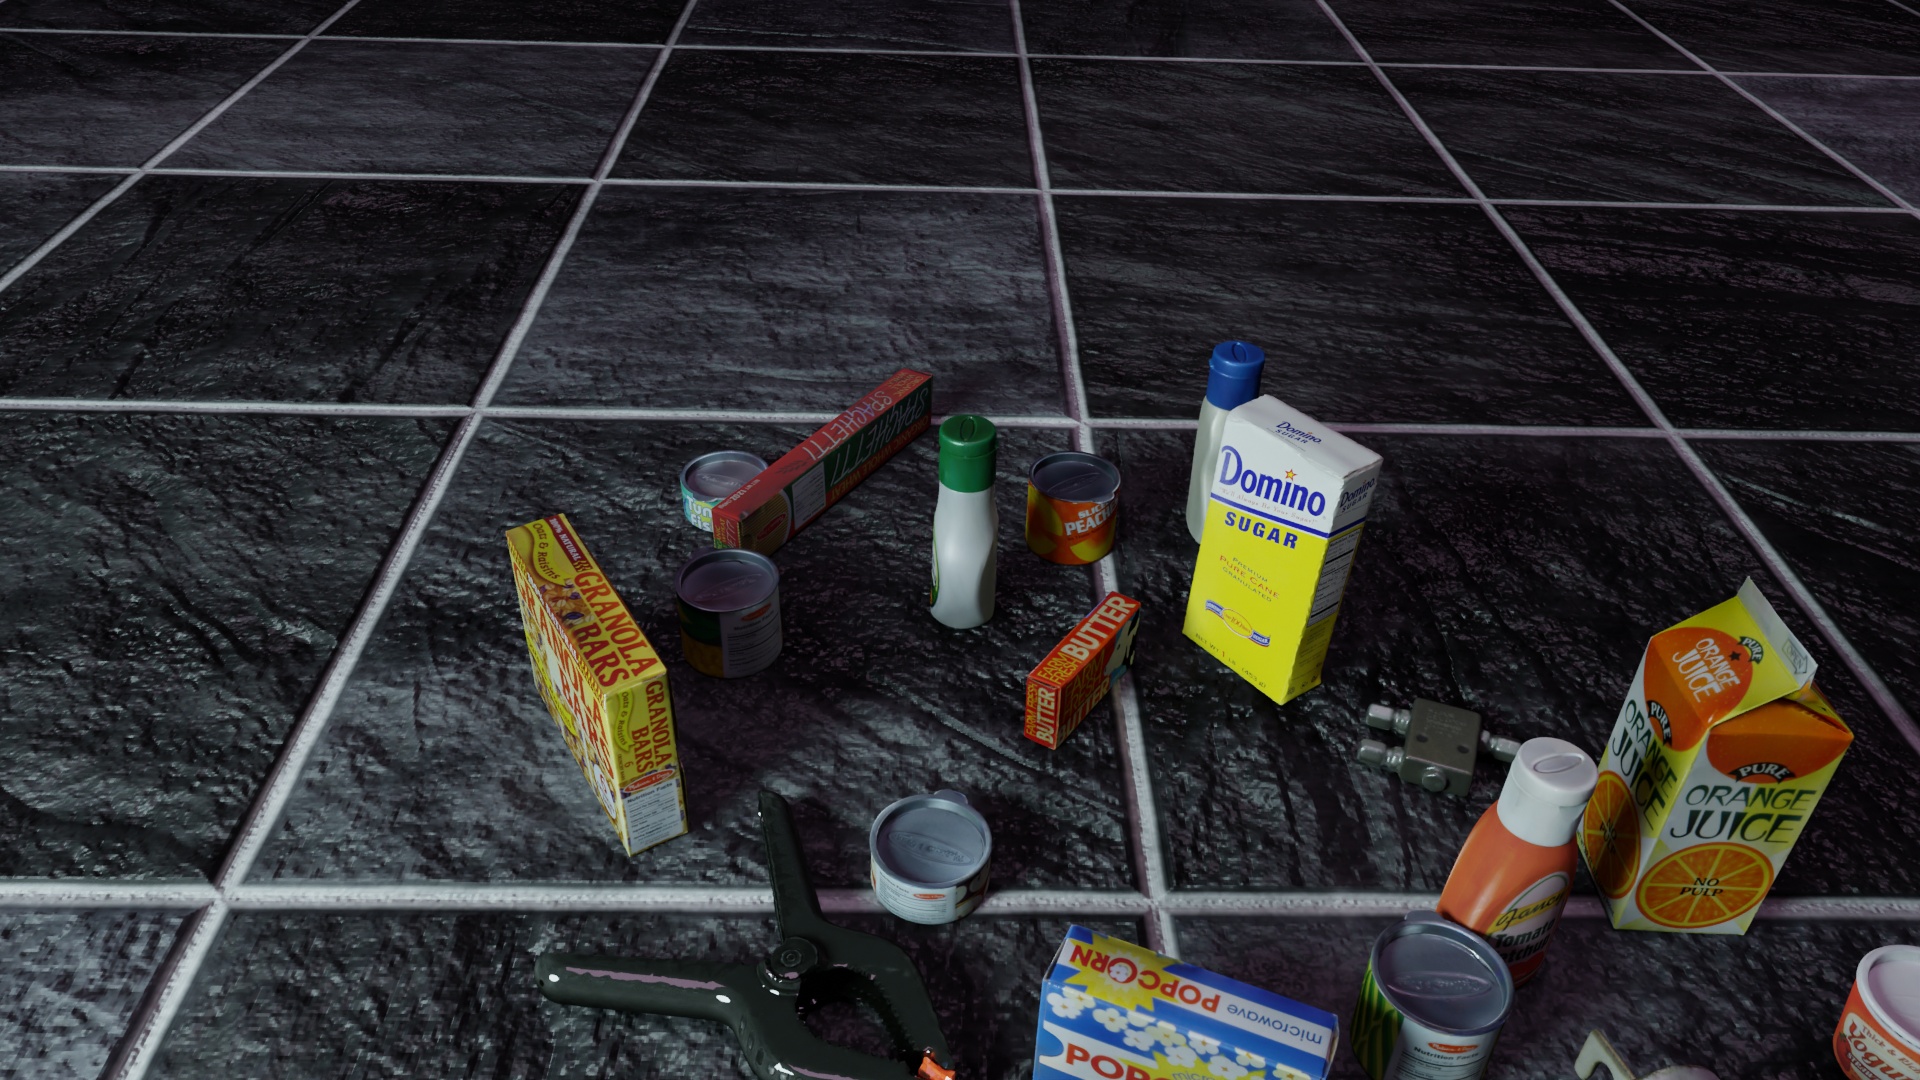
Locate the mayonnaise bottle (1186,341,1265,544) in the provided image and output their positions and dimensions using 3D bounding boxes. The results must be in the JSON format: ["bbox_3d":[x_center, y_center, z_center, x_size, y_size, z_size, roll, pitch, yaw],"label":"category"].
[{"bbox_3d":[0.191,-0.070,1.001,0.041,0.147,0.065,3,36,1],"label":"mayonnaise bottle"}]

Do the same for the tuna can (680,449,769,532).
[{"bbox_3d":[-0.175,-0.035,1.032,0.071,0.032,0.071,1,36,-1],"label":"tuna can"}]

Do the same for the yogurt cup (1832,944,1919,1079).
[{"bbox_3d":[0.461,0.238,0.669,0.072,0.053,0.073,1,36,-1],"label":"yogurt cup"}]

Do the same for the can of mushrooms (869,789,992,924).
[{"bbox_3d":[-0.015,0.171,0.755,0.071,0.033,0.071,1,36,-1],"label":"can of mushrooms"}]

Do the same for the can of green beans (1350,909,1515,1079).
[{"bbox_3d":[0.226,0.227,0.670,0.071,0.057,0.071,1,36,-1],"label":"can of green beans"}]

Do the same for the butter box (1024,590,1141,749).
[{"bbox_3d":[0.077,0.080,0.869,0.024,0.052,0.104,23,41,26],"label":"butter box"}]

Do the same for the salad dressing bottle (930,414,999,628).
[{"bbox_3d":[0.003,-0.011,0.911,0.044,0.146,0.064,5,36,5],"label":"salad dressing bottle"}]

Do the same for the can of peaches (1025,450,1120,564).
[{"bbox_3d":[0.082,-0.022,1.006,0.071,0.057,0.071,1,36,-1],"label":"can of peaches"}]

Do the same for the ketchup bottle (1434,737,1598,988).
[{"bbox_3d":[0.274,0.162,0.685,0.065,0.148,0.044,-11,38,-17],"label":"ketchup bottle"}]

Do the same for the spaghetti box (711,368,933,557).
[{"bbox_3d":[-0.098,-0.058,1.054,0.029,0.049,0.251,21,40,24],"label":"spaghetti box"}]

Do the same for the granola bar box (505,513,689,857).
[{"bbox_3d":[-0.208,0.079,0.796,0.039,0.123,0.166,-19,41,-26],"label":"granola bar box"}]

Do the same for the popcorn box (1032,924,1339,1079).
[{"bbox_3d":[0.100,0.234,0.631,0.127,0.084,0.038,15,38,17],"label":"popcorn box"}]

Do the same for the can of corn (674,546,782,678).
[{"bbox_3d":[-0.150,0.046,0.901,0.071,0.058,0.071,1,36,-1],"label":"can of corn"}]

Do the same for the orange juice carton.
[{"bbox_3d":[0.390,0.114,0.719,0.073,0.191,0.072,2,36,0],"label":"orange juice carton"}]
